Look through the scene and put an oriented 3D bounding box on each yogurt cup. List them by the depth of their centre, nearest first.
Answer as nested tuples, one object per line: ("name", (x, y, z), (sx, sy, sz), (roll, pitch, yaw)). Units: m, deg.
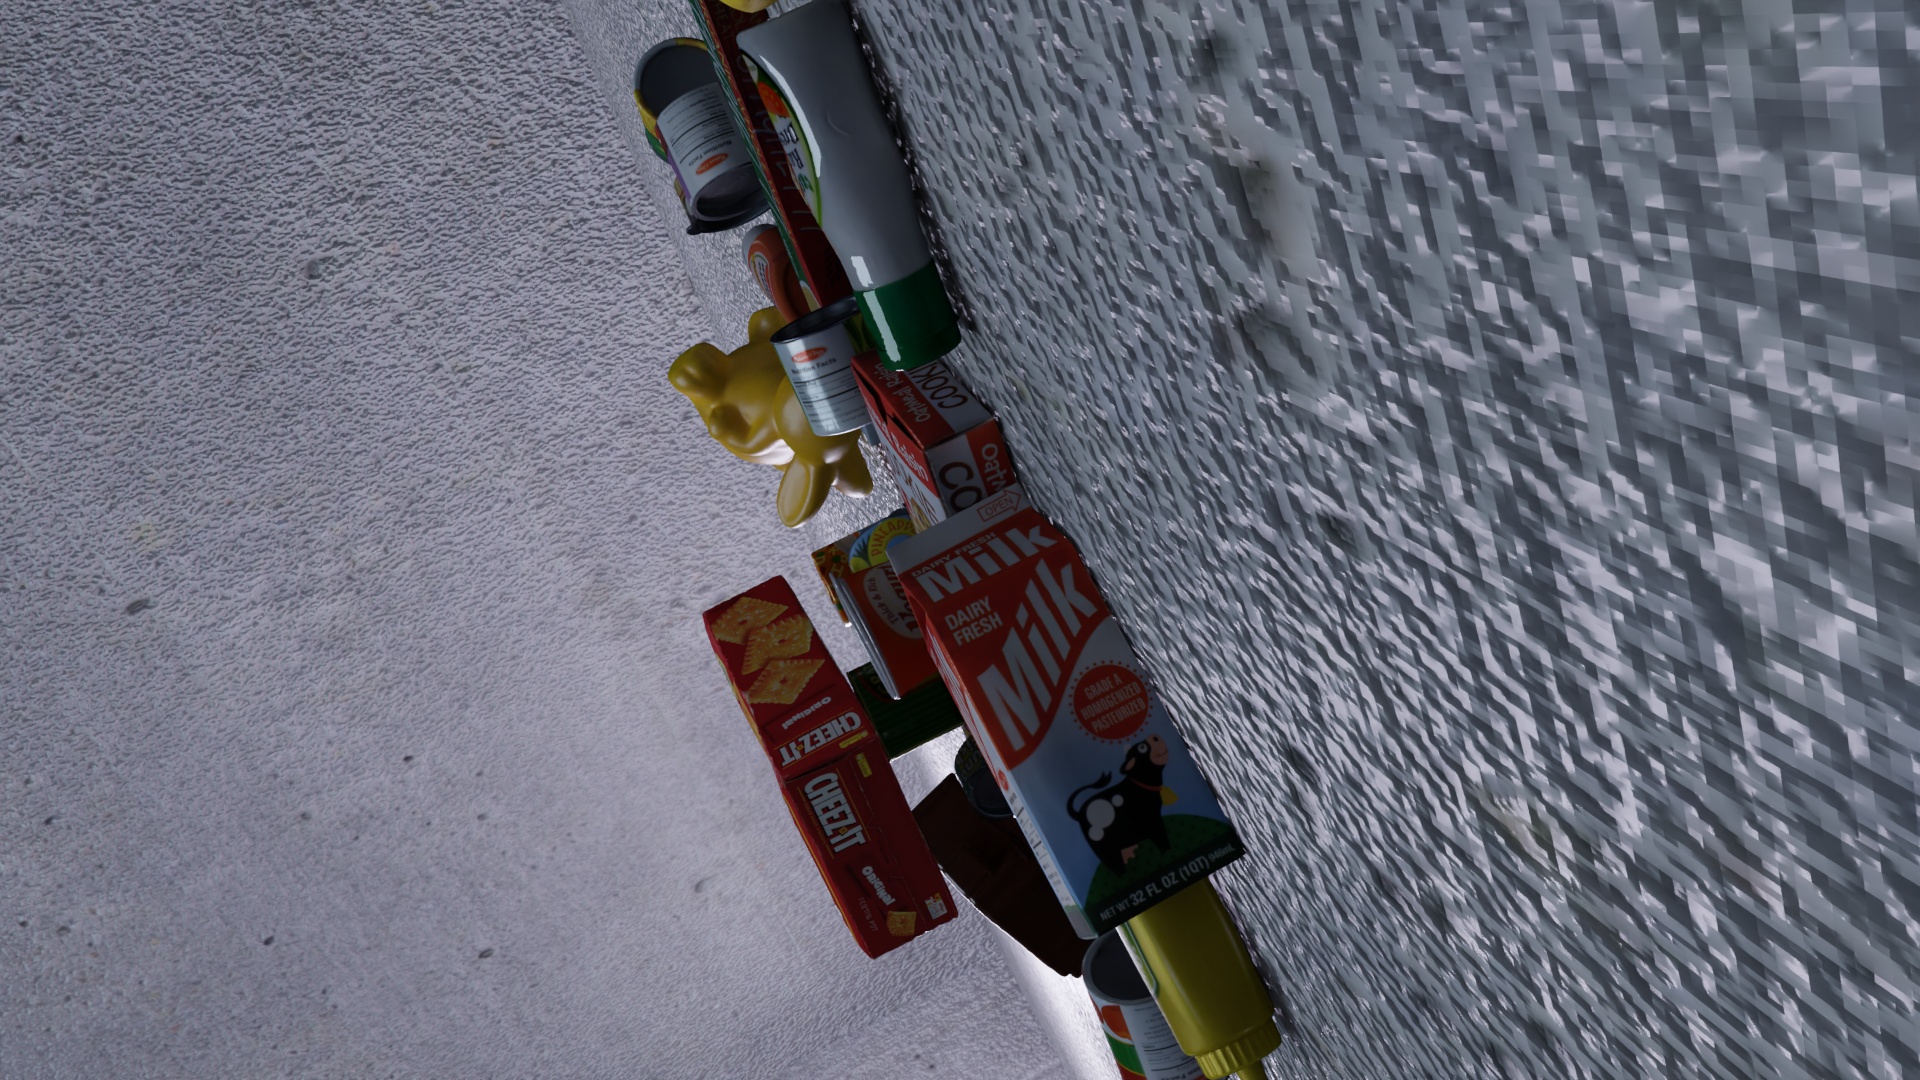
("yogurt cup", (-0.026, 0.038, 0.696), (0.072, 0.054, 0.072), (61, 172, 15))

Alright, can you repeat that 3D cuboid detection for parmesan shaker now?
("parmesan shaker", (-0.016, 0.094, 0.927), (0.071, 0.103, 0.071), (61, 171, 17))

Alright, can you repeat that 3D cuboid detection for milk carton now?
("milk carton", (0.040, 0.070, 0.607), (0.191, 0.072, 0.073), (61, 171, 14))

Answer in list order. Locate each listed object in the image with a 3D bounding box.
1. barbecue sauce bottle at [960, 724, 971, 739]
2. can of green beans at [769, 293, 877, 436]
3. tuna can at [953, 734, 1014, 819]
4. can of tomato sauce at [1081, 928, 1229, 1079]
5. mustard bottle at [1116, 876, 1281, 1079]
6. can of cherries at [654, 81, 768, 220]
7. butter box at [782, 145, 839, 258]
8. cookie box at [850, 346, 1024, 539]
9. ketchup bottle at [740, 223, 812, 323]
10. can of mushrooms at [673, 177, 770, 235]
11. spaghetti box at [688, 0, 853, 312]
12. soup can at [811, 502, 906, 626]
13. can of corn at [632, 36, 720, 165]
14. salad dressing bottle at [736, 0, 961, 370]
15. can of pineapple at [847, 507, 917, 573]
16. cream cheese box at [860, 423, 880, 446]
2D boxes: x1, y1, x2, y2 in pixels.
("barbecue sauce bottle", (0.023, 0.136, 1.022), (0.148, 0.044, 0.065), (68, 171, -28))
("can of green beans", (-0.062, -0.097, 0.760), (0.057, 0.071, 0.071), (67, 171, -20))
("tuna can", (0.029, 0.154, 0.945), (0.033, 0.071, 0.070), (56, 168, 47))
("can of tomato sauce", (0.109, 0.262, 0.776), (0.082, 0.071, 0.071), (69, 171, -25))
("mustard bottle", (0.107, 0.194, 0.643), (0.160, 0.049, 0.065), (62, 173, 16))
("can of cherries", (-0.146, -0.239, 0.857), (0.058, 0.071, 0.071), (63, 172, 7))
("butter box", (-0.055, -0.161, 0.667), (0.104, 0.024, 0.053), (60, 172, 25))
("cookie box", (0.003, -0.009, 0.711), (0.123, 0.040, 0.166), (52, 165, 57))
("ketchup bottle", (-0.114, -0.180, 0.918), (0.064, 0.043, 0.149), (68, 172, -27))
("can of mushrooms", (-0.156, -0.233, 0.922), (0.071, 0.071, 0.033), (145, 101, -82))
("spaghetti box", (-0.096, -0.205, 0.773), (0.050, 0.029, 0.248), (53, 167, 50))
("soup can", (-0.068, 0.019, 1.091), (0.071, 0.084, 0.071), (62, 171, 17))
("can of corn", (-0.176, -0.285, 0.912), (0.071, 0.071, 0.058), (63, 171, 8))
("salad dressing bottle", (-0.042, -0.142, 0.567), (0.147, 0.044, 0.064), (67, 173, -22))
("can of pineapple", (-0.038, 0.022, 0.976), (0.058, 0.071, 0.070), (58, 170, 33))
("cream cheese box", (-0.075, -0.116, 0.932), (0.104, 0.024, 0.053), (57, 168, 40))
